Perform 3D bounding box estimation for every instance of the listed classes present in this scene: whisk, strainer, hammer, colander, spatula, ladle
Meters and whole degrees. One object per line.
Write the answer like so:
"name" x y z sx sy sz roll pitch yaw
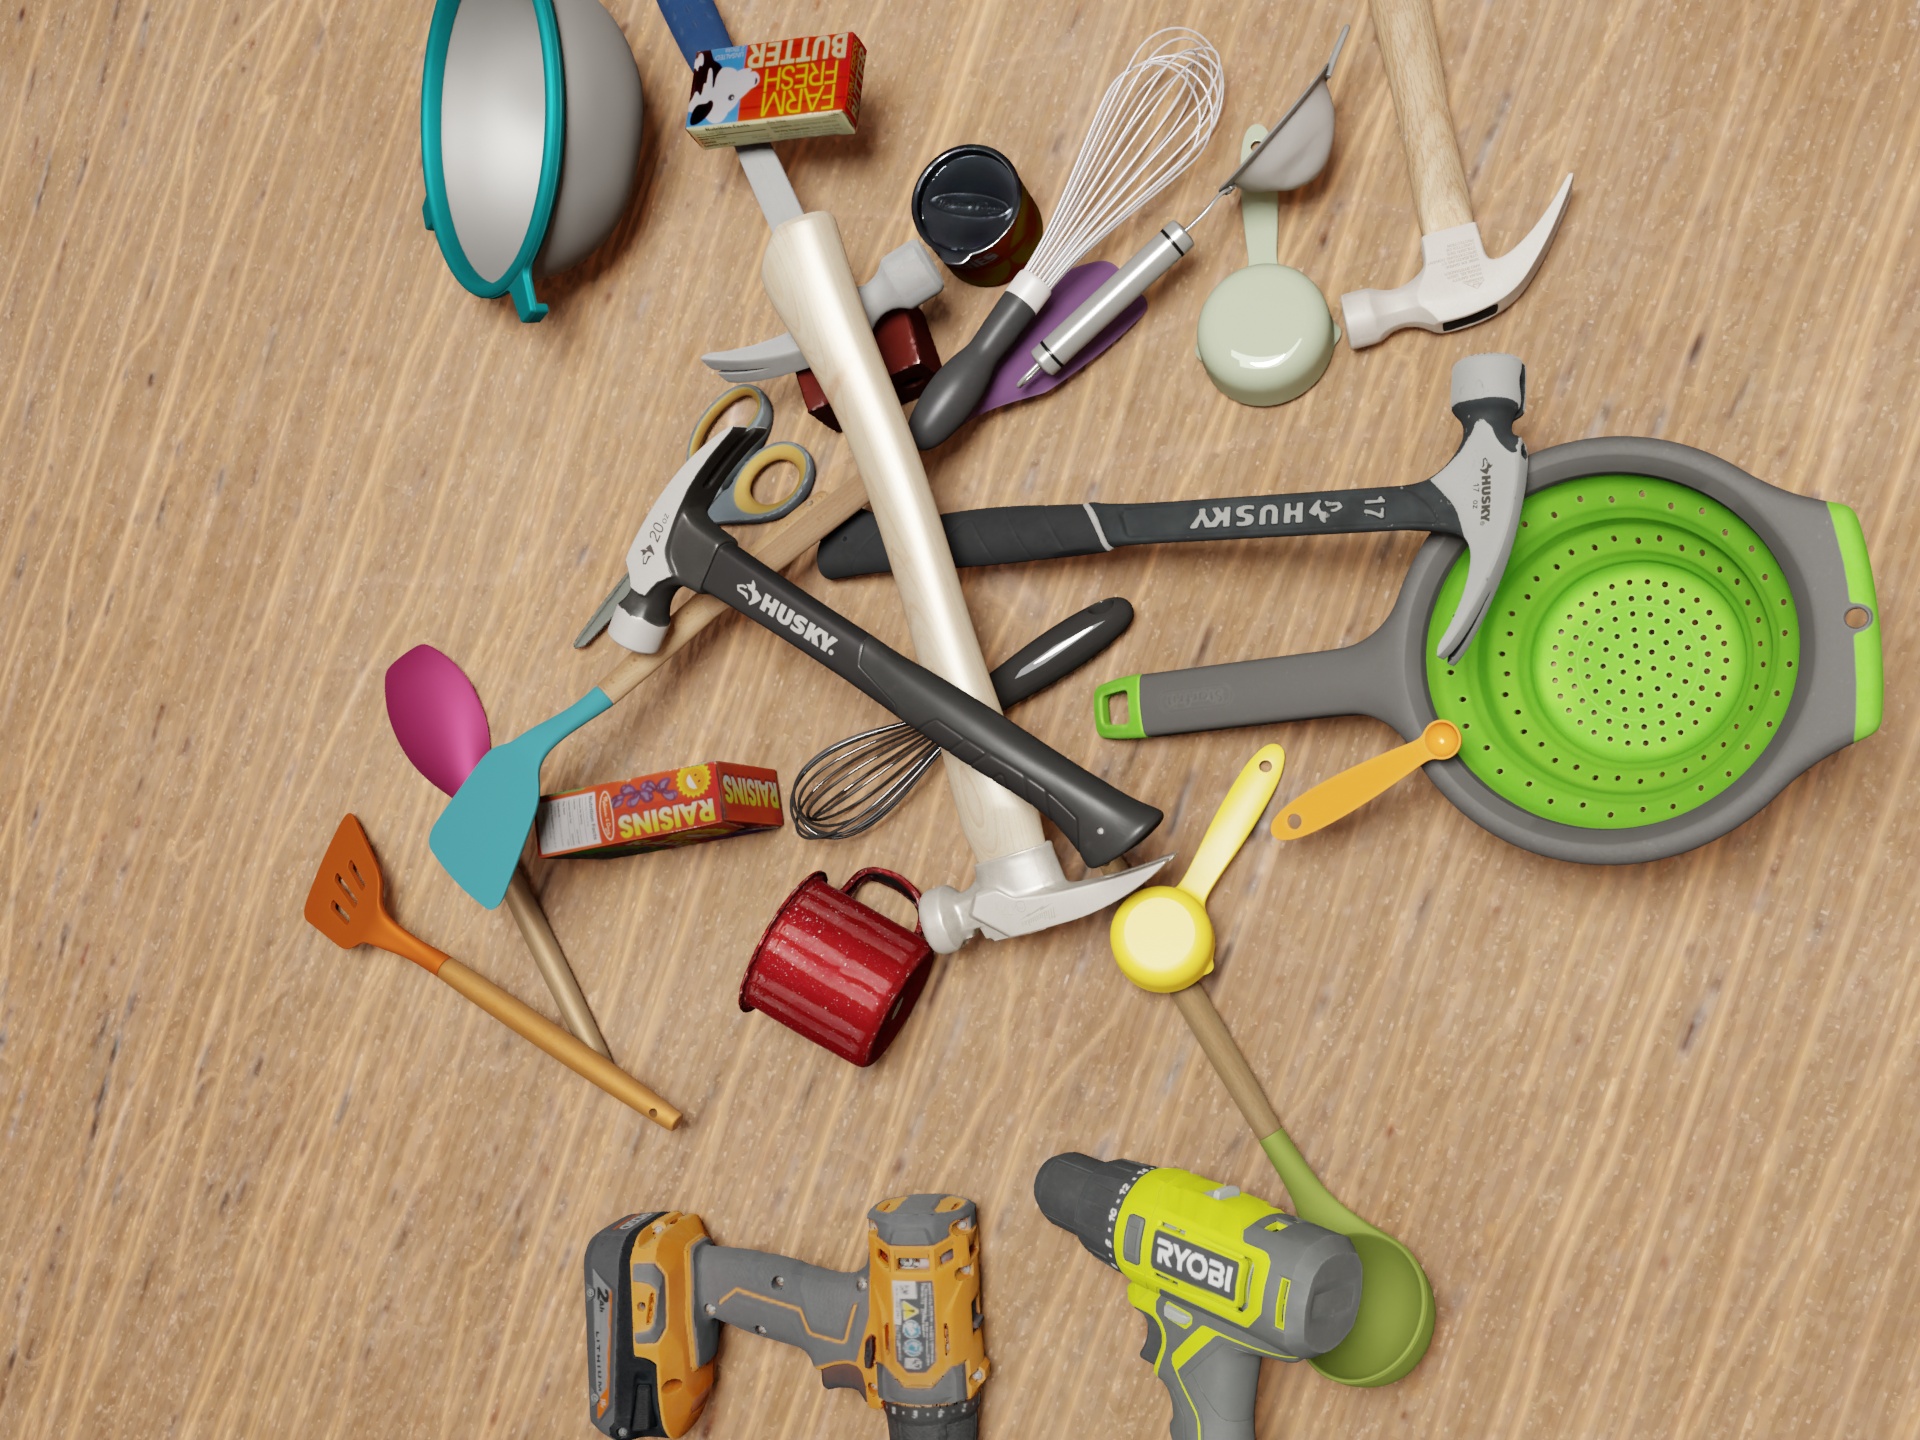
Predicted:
"whisk" -0.001 -0.003 0.930 0.239 0.055 0.055 -33 77 7
"strainer" -0.238 -0.422 0.960 0.211 0.095 0.340 43 126 41
"hammer" -0.038 -0.029 0.847 0.335 0.035 0.146 33 110 18
"colander" 0.260 -0.024 0.837 0.397 0.094 0.204 -7 84 34
"strainer" 0.128 -0.272 0.884 0.258 0.087 0.050 -41 96 15
"hammer" -0.149 -0.386 0.977 0.144 0.035 0.406 -28 70 12
"hammer" 0.252 -0.379 0.886 0.130 0.031 0.331 -11 82 16
"spatula" -0.188 -0.026 0.945 0.317 0.044 0.082 -44 51 -16
"spatula" -0.301 0.167 1.005 0.323 0.041 0.081 29 98 17
"ladle" 0.150 0.202 0.861 0.078 0.062 0.320 -36 74 20
"hammer" 0.093 -0.101 0.863 0.409 0.036 0.149 0 81 31
"whisk" 0.059 -0.270 0.910 0.070 0.070 0.284 37 92 16
"spatula" -0.026 -0.165 0.936 0.316 0.018 0.060 -39 74 -1
"hammer" -0.012 -0.084 0.872 0.146 0.038 0.410 -19 90 21

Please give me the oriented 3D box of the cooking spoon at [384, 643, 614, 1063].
"cooking spoon" -0.294 0.091 1.023 0.069 0.017 0.319 -33 77 15

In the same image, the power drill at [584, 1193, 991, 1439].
"power drill" -0.094 0.369 0.912 0.226 0.084 0.185 -4 86 12

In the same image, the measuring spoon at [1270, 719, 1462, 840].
"measuring spoon" 0.206 0.032 0.810 0.117 0.011 0.021 -35 68 35

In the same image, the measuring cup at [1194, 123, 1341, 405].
"measuring cup" 0.169 -0.264 0.899 0.083 0.038 0.167 -3 84 17

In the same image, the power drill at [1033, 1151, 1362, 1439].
"power drill" 0.104 0.350 0.834 0.191 0.080 0.228 8 90 46

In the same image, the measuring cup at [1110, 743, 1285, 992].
"measuring cup" 0.135 0.076 0.873 0.062 0.029 0.156 29 82 20
